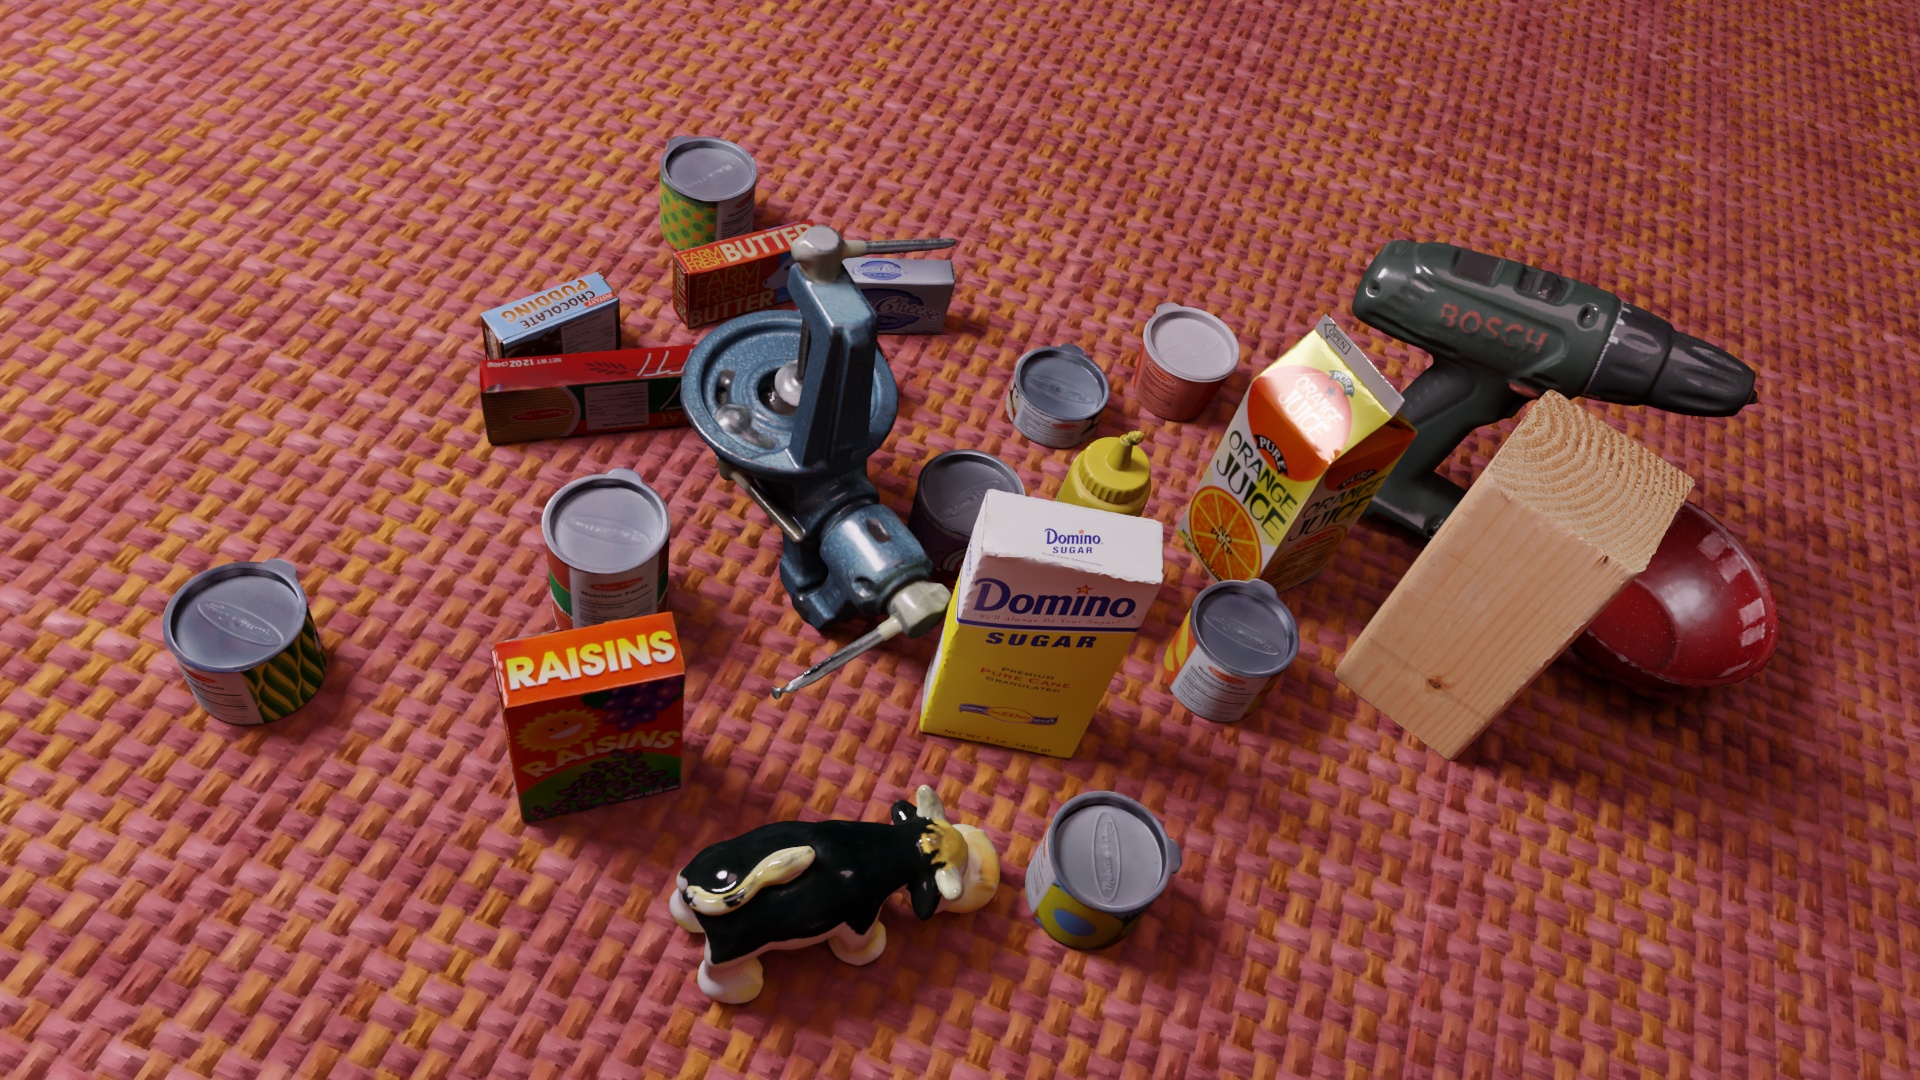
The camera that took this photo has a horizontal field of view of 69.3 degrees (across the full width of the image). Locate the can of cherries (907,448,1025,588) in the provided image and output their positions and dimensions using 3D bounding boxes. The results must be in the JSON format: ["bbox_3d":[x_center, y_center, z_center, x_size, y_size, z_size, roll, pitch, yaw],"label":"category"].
[{"bbox_3d":[0.003,-0.011,0.849,0.071,0.058,0.072,6,53,-8],"label":"can of cherries"}]

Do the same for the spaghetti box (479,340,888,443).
[{"bbox_3d":[-0.172,-0.098,0.879,0.251,0.050,0.029,-7,57,-18],"label":"spaghetti box"}]

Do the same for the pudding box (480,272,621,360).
[{"bbox_3d":[-0.260,-0.133,0.886,0.084,0.049,0.030,-29,65,-29],"label":"pudding box"}]

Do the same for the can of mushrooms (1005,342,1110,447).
[{"bbox_3d":[0.066,-0.099,0.943,0.071,0.033,0.071,6,53,-8],"label":"can of mushrooms"}]

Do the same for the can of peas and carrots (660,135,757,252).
[{"bbox_3d":[-0.180,-0.241,0.977,0.071,0.058,0.071,6,53,-8],"label":"can of peas and carrots"}]

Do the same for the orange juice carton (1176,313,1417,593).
[{"bbox_3d":[0.205,-0.046,0.836,0.073,0.191,0.072,-20,61,-25],"label":"orange juice carton"}]

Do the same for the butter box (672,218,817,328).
[{"bbox_3d":[-0.144,-0.182,0.945,0.104,0.052,0.024,-20,61,-25],"label":"butter box"}]

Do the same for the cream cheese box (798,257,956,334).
[{"bbox_3d":[-0.059,-0.168,0.954,0.104,0.053,0.024,-1,55,-13],"label":"cream cheese box"}]

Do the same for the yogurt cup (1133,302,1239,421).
[{"bbox_3d":[0.154,-0.120,0.966,0.072,0.053,0.073,6,53,-8],"label":"yogurt cup"}]

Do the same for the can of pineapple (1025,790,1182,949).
[{"bbox_3d":[0.073,0.175,0.729,0.071,0.057,0.071,6,53,-8],"label":"can of pineapple"}]

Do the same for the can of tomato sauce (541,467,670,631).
[{"bbox_3d":[-0.196,0.012,0.773,0.071,0.082,0.071,6,53,-8],"label":"can of tomato sauce"}]

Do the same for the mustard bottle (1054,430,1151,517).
[{"bbox_3d":[0.078,-0.016,0.806,0.049,0.159,0.065,14,53,-2],"label":"mustard bottle"}]

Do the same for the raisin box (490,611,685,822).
[{"bbox_3d":[-0.183,0.089,0.694,0.086,0.122,0.040,-9,57,-19],"label":"raisin box"}]

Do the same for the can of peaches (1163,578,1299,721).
[{"bbox_3d":[0.161,0.065,0.829,0.071,0.057,0.071,6,53,-8],"label":"can of peaches"}]

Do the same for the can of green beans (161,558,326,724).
[{"bbox_3d":[-0.369,0.054,0.719,0.071,0.057,0.071,6,53,-8],"label":"can of green beans"}]
